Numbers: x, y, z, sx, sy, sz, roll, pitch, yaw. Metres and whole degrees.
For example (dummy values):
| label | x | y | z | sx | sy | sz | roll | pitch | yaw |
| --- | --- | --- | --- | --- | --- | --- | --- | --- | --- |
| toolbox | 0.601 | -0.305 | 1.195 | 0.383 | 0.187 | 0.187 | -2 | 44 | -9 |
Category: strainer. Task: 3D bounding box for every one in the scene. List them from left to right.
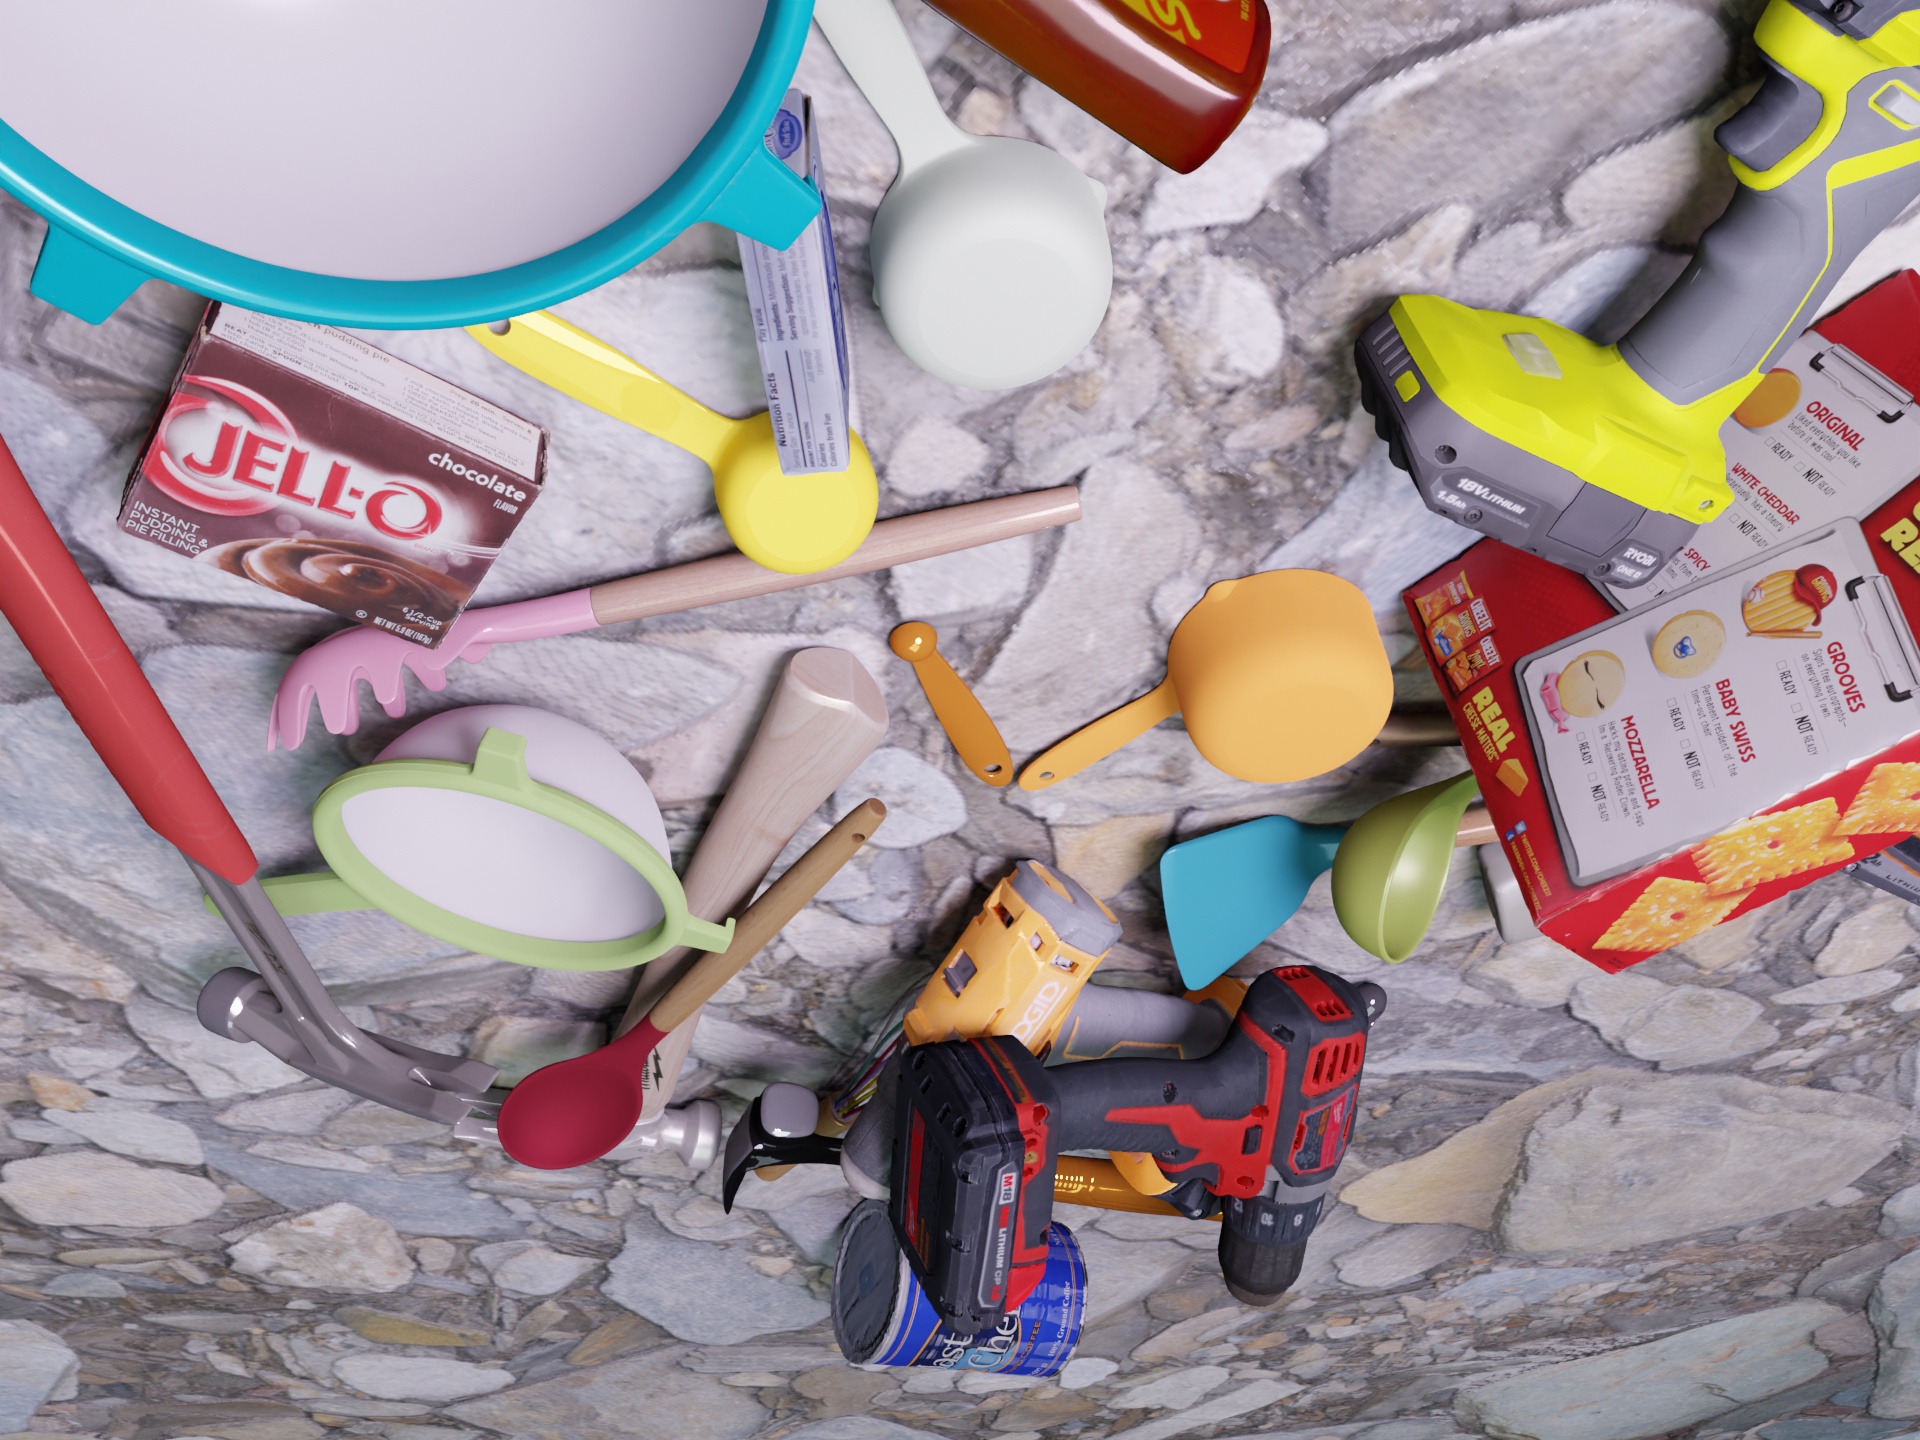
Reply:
| label | x | y | z | sx | sy | sz | roll | pitch | yaw |
| --- | --- | --- | --- | --- | --- | --- | --- | --- | --- |
| strainer | -0.141 | -0.244 | 0.310 | 0.211 | 0.095 | 0.340 | -8 | 138 | -4 |
| strainer | -0.223 | 0.046 | 0.674 | 0.256 | 0.069 | 0.151 | -9 | 140 | 29 |

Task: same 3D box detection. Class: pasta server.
| label | x | y | z | sx | sy | sz | roll | pitch | yaw |
| --- | --- | --- | --- | --- | --- | --- | --- | --- | --- |
| pasta server | -0.108 | -0.041 | 0.596 | 0.316 | 0.060 | 0.040 | -12 | 95 | 2 |

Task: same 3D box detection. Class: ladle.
| label | x | y | z | sx | sy | sz | roll | pitch | yaw |
| --- | --- | --- | --- | --- | --- | --- | --- | --- | --- |
| ladle | -0.128 | 0.128 | 0.746 | 0.069 | 0.031 | 0.315 | 24 | 129 | -29 |
| ladle | 0.288 | -0.005 | 0.666 | 0.320 | 0.062 | 0.078 | -39 | 152 | 21 |

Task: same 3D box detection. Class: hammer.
| label | x | y | z | sx | sy | sz | roll | pitch | yaw |
| --- | --- | --- | --- | --- | --- | --- | --- | --- | --- |
| hammer | -0.292 | 0.024 | 0.595 | 0.149 | 0.037 | 0.358 | 12 | 136 | 22 |
| hammer | -0.139 | 0.108 | 0.769 | 0.146 | 0.038 | 0.410 | 12 | 136 | -19 |
| hammer | 0.033 | 0.263 | 0.912 | 0.336 | 0.034 | 0.127 | 12 | 143 | -16 |

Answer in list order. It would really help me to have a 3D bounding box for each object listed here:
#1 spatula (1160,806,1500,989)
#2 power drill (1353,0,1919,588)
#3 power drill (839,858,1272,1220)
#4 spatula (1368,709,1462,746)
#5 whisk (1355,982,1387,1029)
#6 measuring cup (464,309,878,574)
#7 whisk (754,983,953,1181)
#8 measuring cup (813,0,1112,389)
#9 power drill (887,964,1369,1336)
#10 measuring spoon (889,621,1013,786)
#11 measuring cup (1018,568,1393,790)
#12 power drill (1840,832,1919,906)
| label | x | y | z | sx | sy | sz | roll | pitch | yaw |
| --- | --- | --- | --- | --- | --- | --- | --- | --- | --- |
| spatula | 0.253 | 0.057 | 0.759 | 0.317 | 0.044 | 0.082 | -12 | 115 | 6 |
| power drill | 0.232 | -0.157 | 0.488 | 0.171 | 0.080 | 0.223 | 16 | 131 | -25 |
| power drill | 0.060 | 0.187 | 0.817 | 0.226 | 0.084 | 0.185 | 29 | 100 | -35 |
| spatula | 0.324 | 0.002 | 0.729 | 0.316 | 0.018 | 0.059 | -1 | 144 | -9 |
| whisk | 0.169 | 0.226 | 0.951 | 0.055 | 0.055 | 0.239 | 19 | 129 | -28 |
| measuring cup | -0.095 | -0.097 | 0.530 | 0.156 | 0.029 | 0.062 | 26 | 111 | -29 |
| whisk | -0.052 | 0.210 | 0.901 | 0.051 | 0.047 | 0.245 | 26 | 135 | -21 |
| measuring cup | -0.009 | -0.162 | 0.466 | 0.083 | 0.038 | 0.167 | -22 | 140 | 16 |
| power drill | 0.085 | 0.218 | 0.756 | 0.226 | 0.080 | 0.187 | -6 | 117 | -22 |
| measuring spoon | -0.001 | -0.002 | 0.678 | 0.021 | 0.011 | 0.116 | -18 | 139 | 12 |
| measuring cup | 0.099 | 0.006 | 0.671 | 0.173 | 0.052 | 0.095 | -30 | 135 | 22 |
| power drill | 0.460 | -0.024 | 0.663 | 0.164 | 0.084 | 0.226 | 20 | 124 | -28 |
